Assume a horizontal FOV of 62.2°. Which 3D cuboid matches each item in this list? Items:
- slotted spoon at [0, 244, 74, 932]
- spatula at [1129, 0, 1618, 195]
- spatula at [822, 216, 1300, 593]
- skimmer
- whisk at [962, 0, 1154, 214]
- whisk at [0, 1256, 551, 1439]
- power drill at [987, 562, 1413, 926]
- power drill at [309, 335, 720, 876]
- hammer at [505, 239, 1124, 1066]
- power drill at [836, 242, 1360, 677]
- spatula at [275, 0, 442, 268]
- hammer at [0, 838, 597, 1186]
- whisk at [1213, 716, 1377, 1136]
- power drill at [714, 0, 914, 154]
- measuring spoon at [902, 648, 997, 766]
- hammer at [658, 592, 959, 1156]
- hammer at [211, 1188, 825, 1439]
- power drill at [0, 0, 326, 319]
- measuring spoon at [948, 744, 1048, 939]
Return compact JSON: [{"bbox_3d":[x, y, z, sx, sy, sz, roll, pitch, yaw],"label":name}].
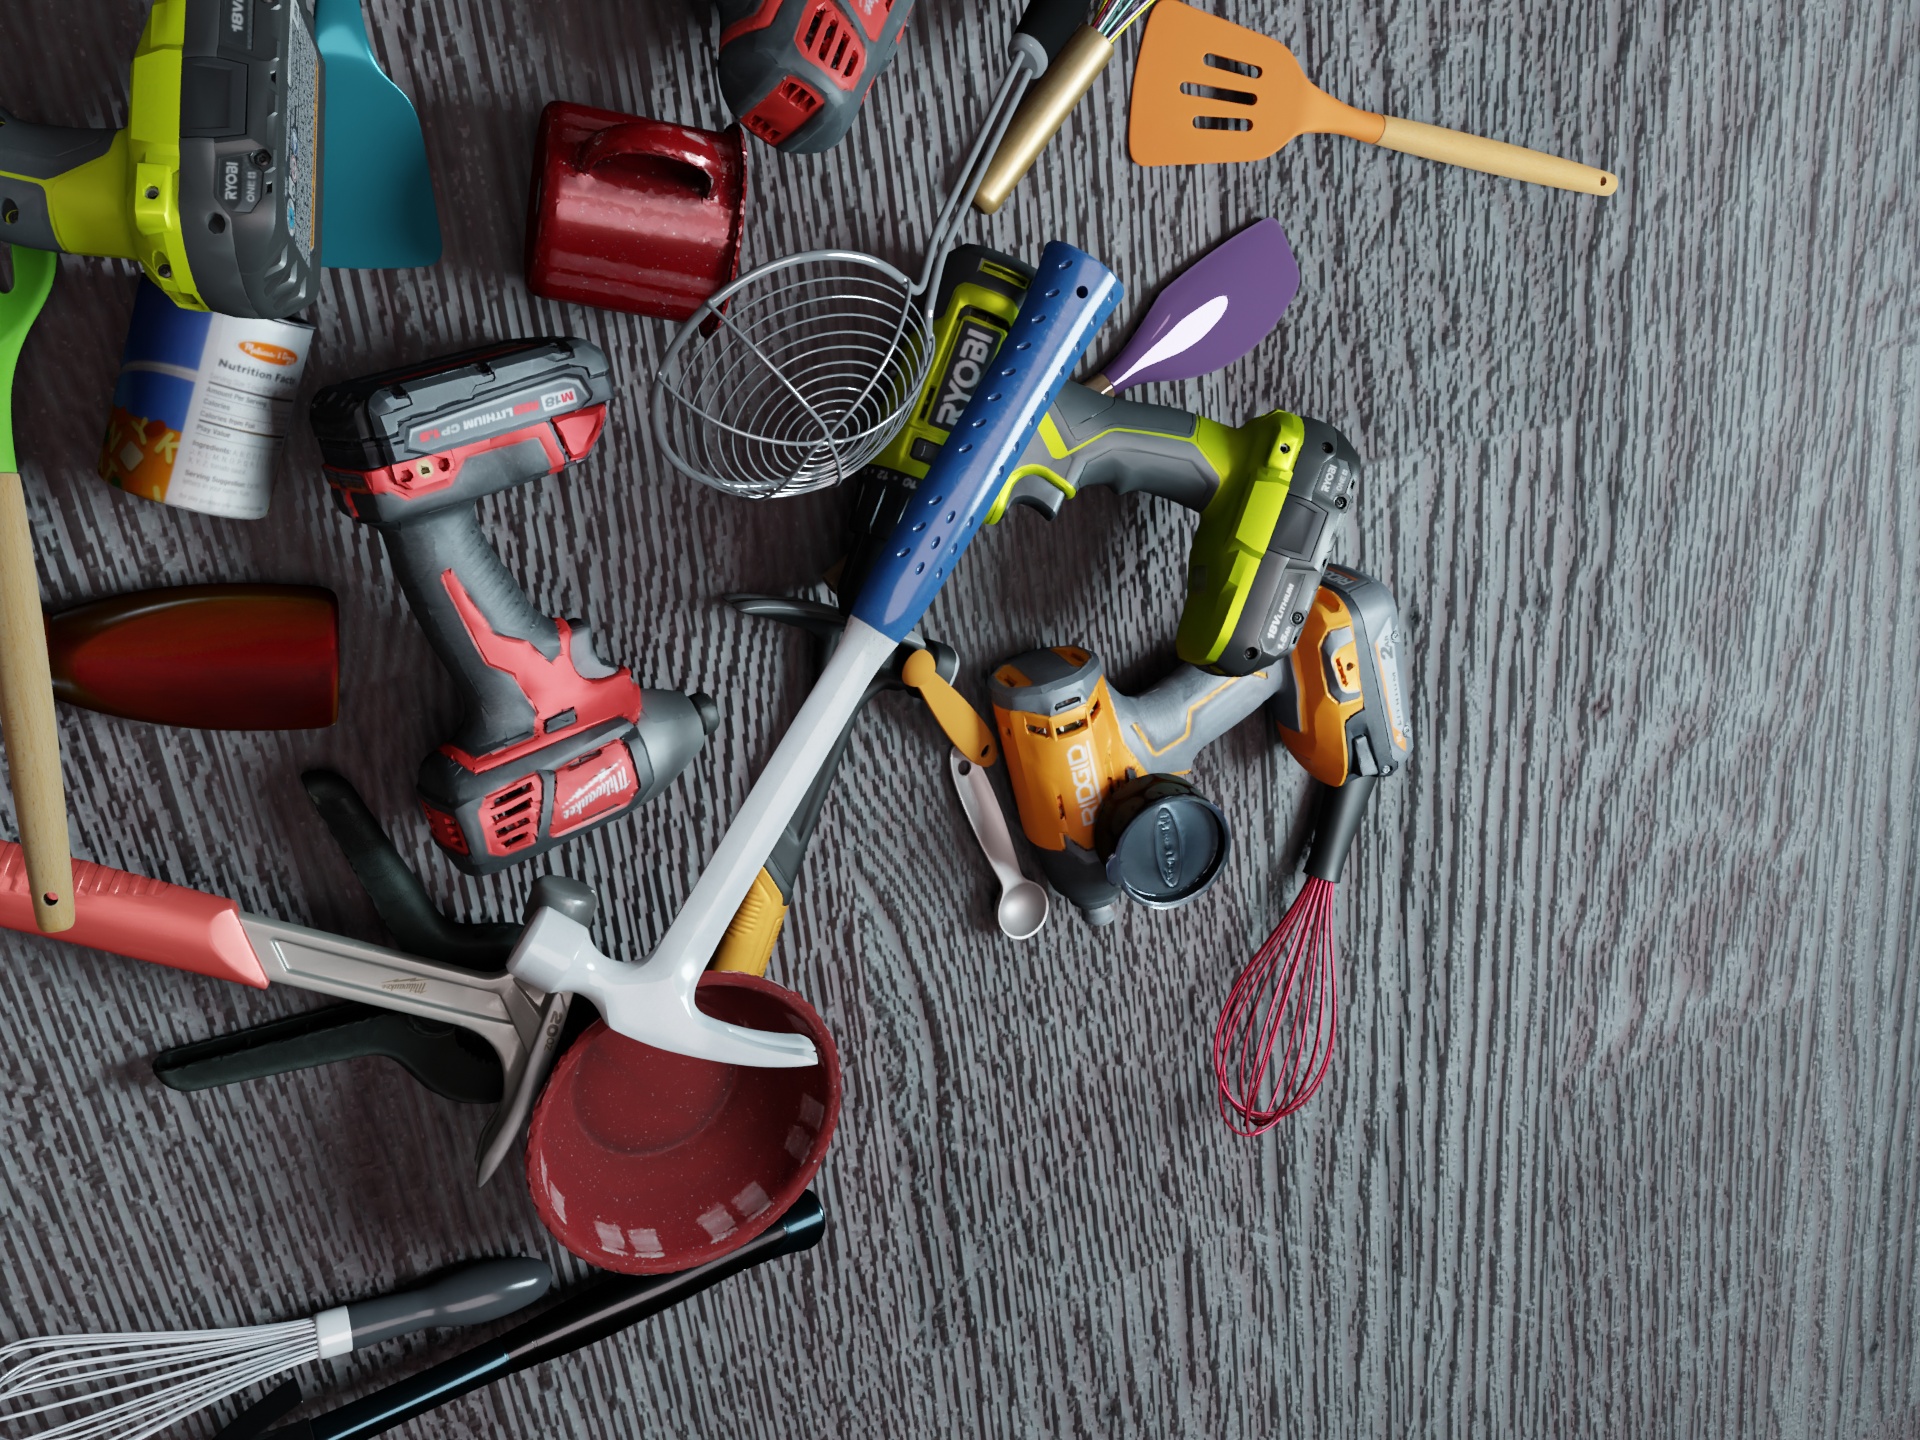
[{"bbox_3d":[-0.378,-0.071,0.625,0.070,0.031,0.314,-7,96,-20],"label":"slotted spoon"},{"bbox_3d":[0.238,-0.319,0.867,0.322,0.041,0.081,0,106,-29],"label":"spatula"},{"bbox_3d":[0.058,-0.160,0.836,0.316,0.018,0.059,-37,118,-11],"label":"spatula"},{"bbox_3d":[-0.019,-0.258,0.719,0.363,0.090,0.127,-66,155,-18],"label":"skimmer"},{"bbox_3d":[0.083,-0.348,0.775,0.047,0.051,0.245,35,93,-35],"label":"whisk"},{"bbox_3d":[-0.344,0.311,0.785,0.284,0.070,0.070,-7,109,-28],"label":"whisk"},{"bbox_3d":[0.136,0.015,0.895,0.226,0.084,0.164,-20,114,-13],"label":"power drill"},{"bbox_3d":[-0.190,-0.052,0.709,0.143,0.079,0.219,-25,115,-32],"label":"power drill"},{"bbox_3d":[-0.040,-0.029,0.723,0.144,0.035,0.405,31,89,-14],"label":"hammer"},{"bbox_3d":[0.061,-0.104,0.786,0.228,0.080,0.190,20,90,-8],"label":"power drill"},{"bbox_3d":[-0.255,-0.345,0.633,0.082,0.044,0.317,-4,103,-23],"label":"spatula"},{"bbox_3d":[-0.351,0.097,0.694,0.358,0.037,0.149,19,96,-21],"label":"hammer"},{"bbox_3d":[0.216,0.115,0.978,0.073,0.073,0.296,15,93,-28],"label":"whisk"},{"bbox_3d":[-0.106,-0.365,0.647,0.226,0.080,0.188,31,67,-28],"label":"power drill"},{"bbox_3d":[-0.001,-0.003,0.831,0.021,0.011,0.116,-53,145,-10],"label":"measuring spoon"},{"bbox_3d":[-0.114,0.100,0.831,0.127,0.034,0.337,16,99,-29],"label":"hammer"},{"bbox_3d":[-0.225,0.326,0.832,0.331,0.033,0.128,-18,151,-25],"label":"hammer"},{"bbox_3d":[-0.351,-0.224,0.565,0.223,0.080,0.171,0,84,-11],"label":"power drill"},{"bbox_3d":[0.016,0.067,0.895,0.034,0.018,0.124,-30,110,-24],"label":"measuring spoon"}]
